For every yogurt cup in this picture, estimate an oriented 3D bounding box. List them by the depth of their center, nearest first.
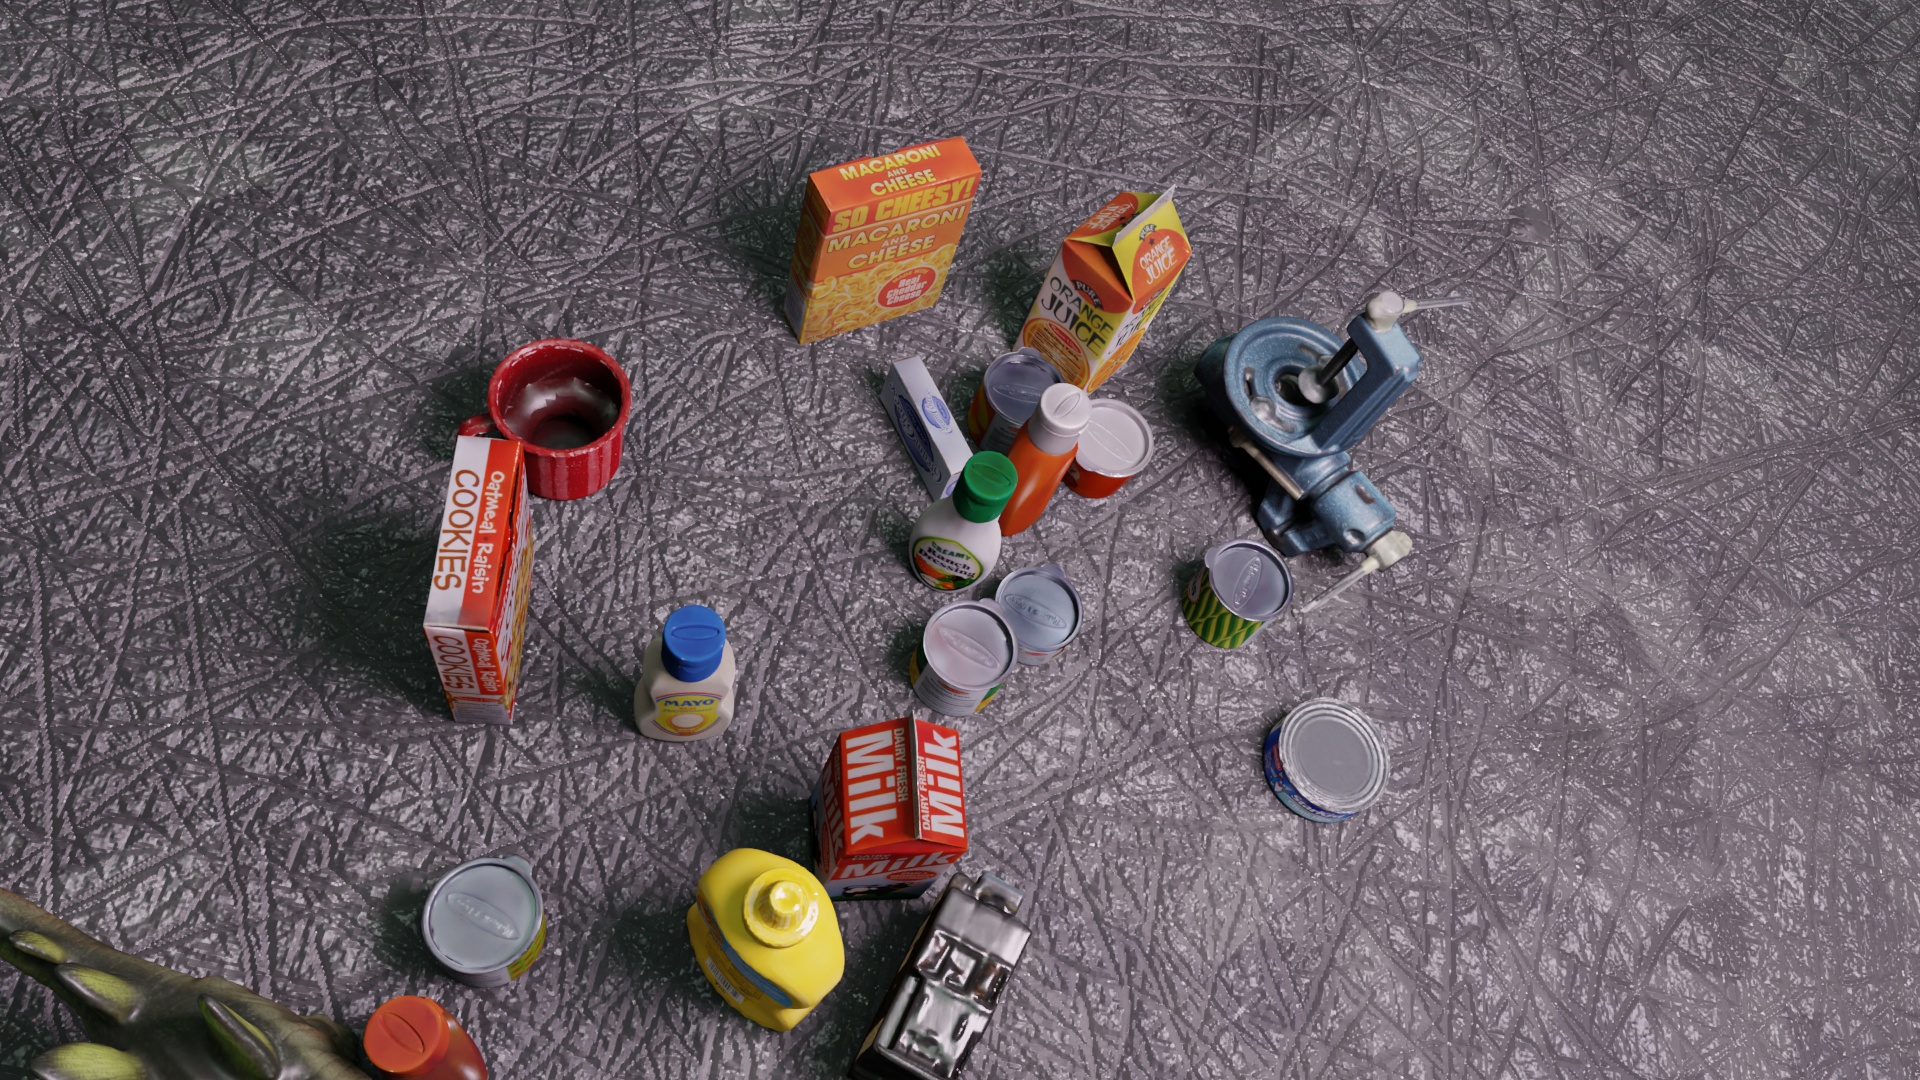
[{"bbox_3d":[0.108,-0.068,1.069,0.072,0.053,0.072,6,63,-11],"label":"yogurt cup"}]

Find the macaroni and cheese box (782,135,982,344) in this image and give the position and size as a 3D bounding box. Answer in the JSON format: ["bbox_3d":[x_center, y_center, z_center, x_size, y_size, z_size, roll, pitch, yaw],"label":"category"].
[{"bbox_3d":[-0.063,-0.222,1.039,0.124,0.165,0.040,-21,71,-22],"label":"macaroni and cheese box"}]

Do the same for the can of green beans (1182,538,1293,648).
[{"bbox_3d":[0.206,0.040,1.037,0.071,0.057,0.071,6,63,-11],"label":"can of green beans"}]

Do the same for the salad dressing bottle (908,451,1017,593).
[{"bbox_3d":[0.003,-0.012,0.961,0.064,0.147,0.044,26,61,-1],"label":"salad dressing bottle"}]

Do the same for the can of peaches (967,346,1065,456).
[{"bbox_3d":[0.044,-0.104,1.068,0.071,0.057,0.071,6,63,-11],"label":"can of peaches"}]

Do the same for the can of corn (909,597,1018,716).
[{"bbox_3d":[0.003,0.081,0.965,0.071,0.058,0.071,6,63,-11],"label":"can of corn"}]

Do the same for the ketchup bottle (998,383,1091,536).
[{"bbox_3d":[0.056,-0.059,0.997,0.043,0.148,0.065,40,62,7],"label":"ketchup bottle"}]

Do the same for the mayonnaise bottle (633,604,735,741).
[{"bbox_3d":[-0.170,0.085,0.868,0.065,0.147,0.041,0,64,-14],"label":"mayonnaise bottle"}]

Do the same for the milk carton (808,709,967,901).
[{"bbox_3d":[-0.044,0.164,0.836,0.073,0.189,0.072,1,64,-14],"label":"milk carton"}]

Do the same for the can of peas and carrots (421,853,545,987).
[{"bbox_3d":[-0.279,0.224,0.822,0.071,0.058,0.071,6,63,-11],"label":"can of peas and carrots"}]

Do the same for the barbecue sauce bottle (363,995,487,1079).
[{"bbox_3d":[-0.289,0.272,0.744,0.065,0.147,0.044,40,62,7],"label":"barbecue sauce bottle"}]

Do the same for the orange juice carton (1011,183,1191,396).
[{"bbox_3d":[0.109,-0.190,1.052,0.073,0.191,0.072,43,62,9],"label":"orange juice carton"}]

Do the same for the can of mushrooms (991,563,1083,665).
[{"bbox_3d":[0.054,0.053,1.006,0.071,0.033,0.071,6,63,-11],"label":"can of mushrooms"}]

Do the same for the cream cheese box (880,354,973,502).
[{"bbox_3d":[-0.025,-0.082,1.043,0.024,0.053,0.104,-20,70,-22],"label":"cream cheese box"}]

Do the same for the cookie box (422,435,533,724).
[{"bbox_3d":[-0.291,0.029,0.855,0.040,0.166,0.123,5,63,-12],"label":"cookie box"}]
